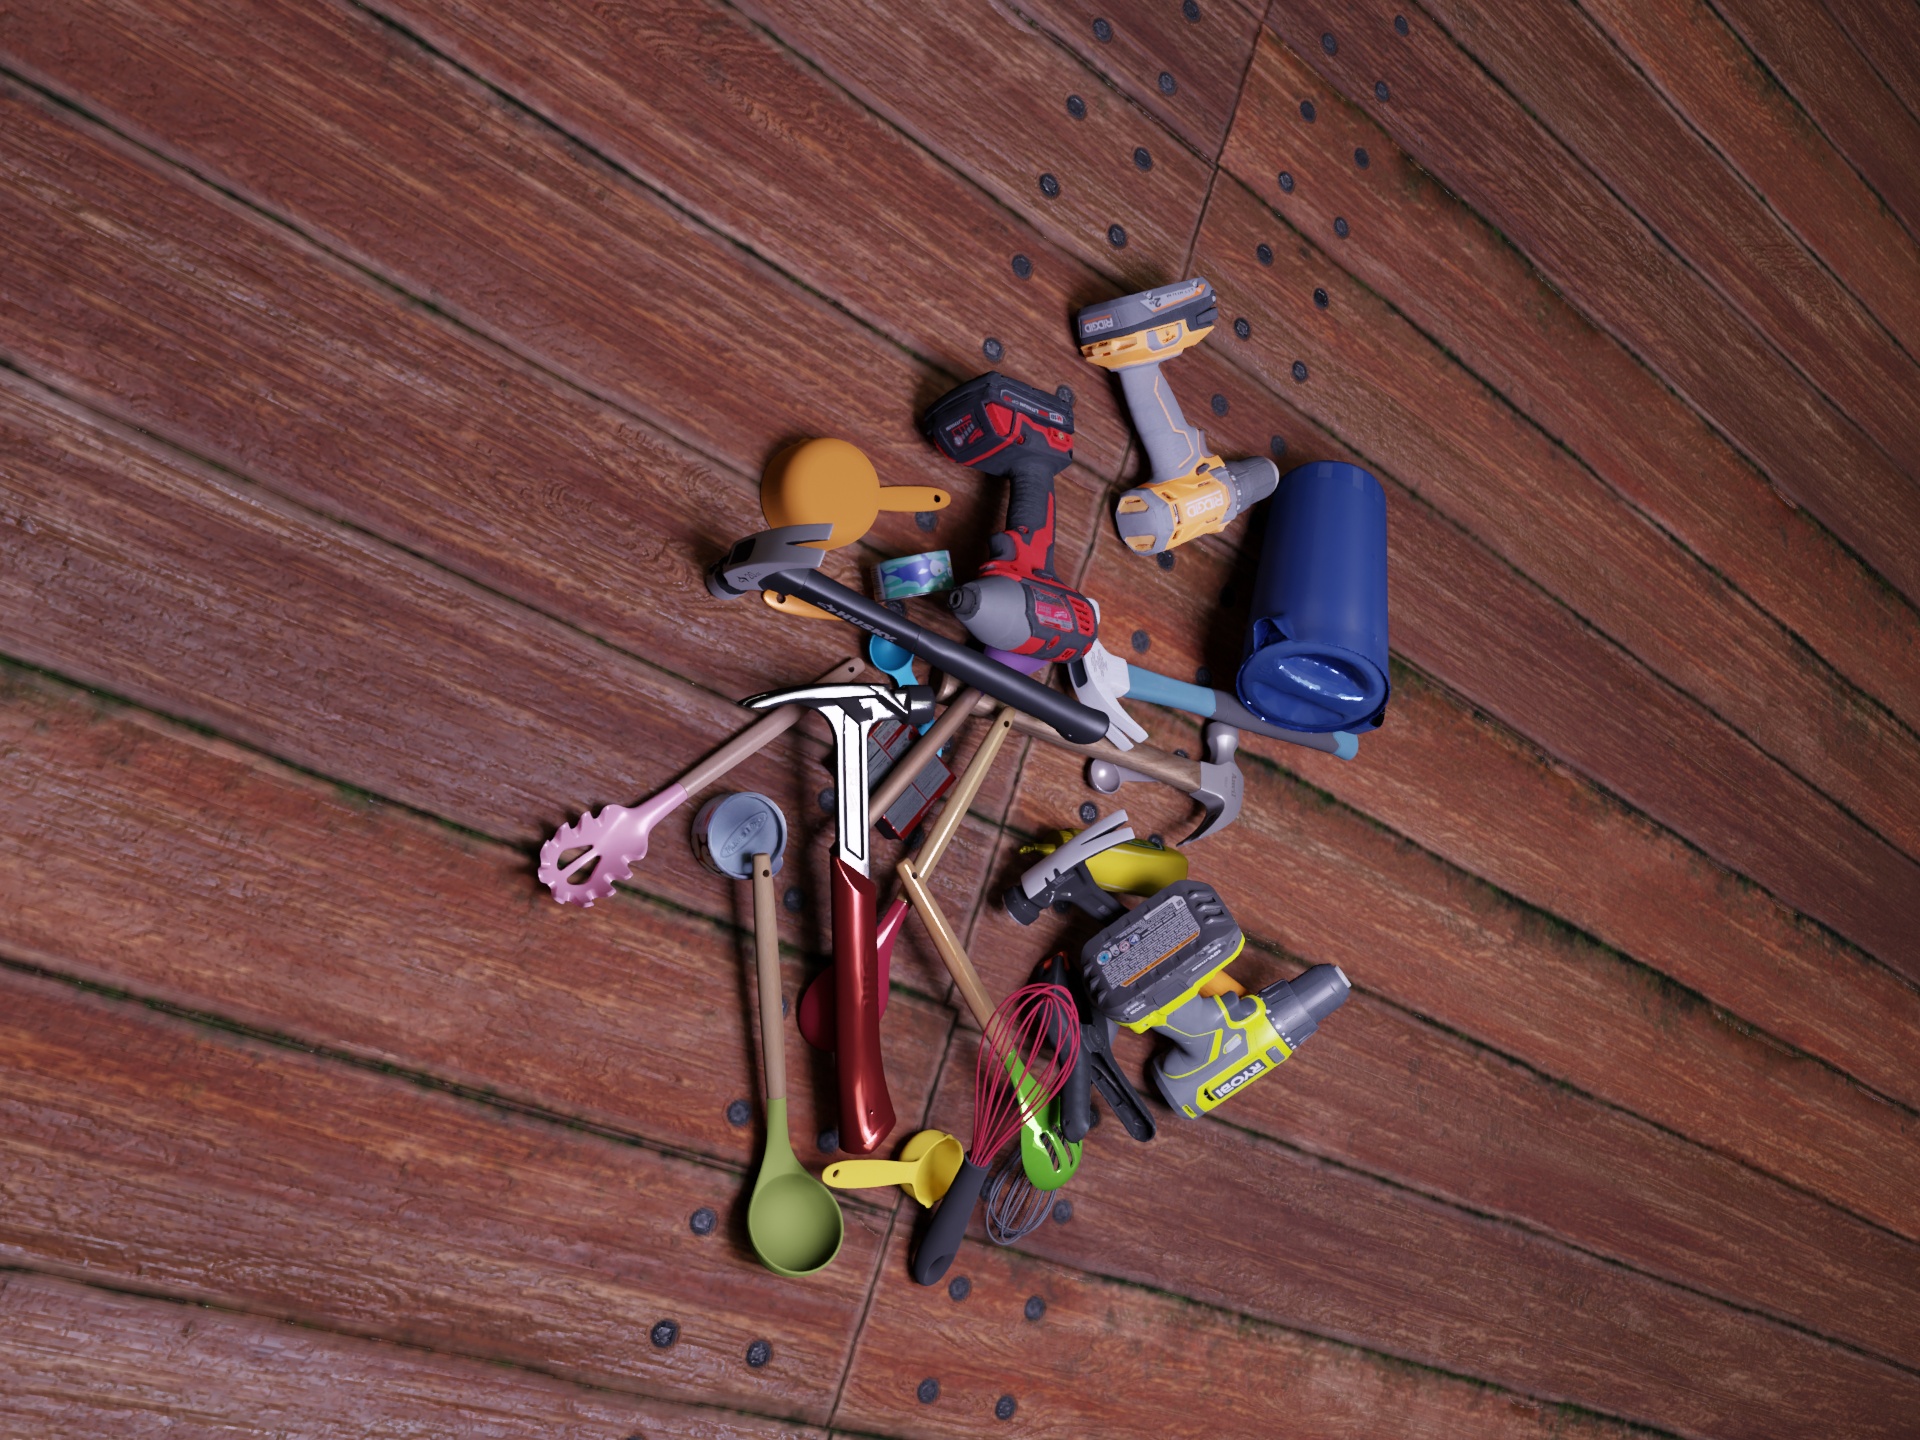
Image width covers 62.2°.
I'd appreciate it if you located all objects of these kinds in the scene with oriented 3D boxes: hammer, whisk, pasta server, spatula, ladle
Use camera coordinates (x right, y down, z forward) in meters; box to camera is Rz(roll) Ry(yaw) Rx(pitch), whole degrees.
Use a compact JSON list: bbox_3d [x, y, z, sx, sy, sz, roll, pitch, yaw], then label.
[{"bbox_3d":[0.236,-0.015,1.446,0.330,0.033,0.128,14,59,-31],"label":"hammer"},{"bbox_3d":[-0.089,0.151,1.203,0.149,0.037,0.359,-3,96,-25],"label":"hammer"},{"bbox_3d":[0.185,0.198,1.395,0.127,0.034,0.336,-38,128,17],"label":"hammer"},{"bbox_3d":[0.085,0.337,1.362,0.055,0.055,0.239,42,63,-26],"label":"whisk"},{"bbox_3d":[-0.186,0.036,1.192,0.316,0.040,0.060,-38,98,-30],"label":"pasta server"},{"bbox_3d":[-0.002,-0.004,1.287,0.059,0.018,0.316,46,65,-10],"label":"spatula"},{"bbox_3d":[0.117,0.020,1.385,0.331,0.031,0.130,20,58,-28],"label":"hammer"},{"bbox_3d":[-0.022,-0.058,1.221,0.334,0.146,0.035,26,69,-25],"label":"hammer"},{"bbox_3d":[-0.033,0.124,1.276,0.069,0.031,0.315,36,75,-26],"label":"ladle"},{"bbox_3d":[-0.133,0.259,1.192,0.078,0.062,0.320,-7,98,-37],"label":"ladle"},{"bbox_3d":[0.021,0.330,1.247,0.073,0.073,0.295,8,114,-33],"label":"whisk"}]

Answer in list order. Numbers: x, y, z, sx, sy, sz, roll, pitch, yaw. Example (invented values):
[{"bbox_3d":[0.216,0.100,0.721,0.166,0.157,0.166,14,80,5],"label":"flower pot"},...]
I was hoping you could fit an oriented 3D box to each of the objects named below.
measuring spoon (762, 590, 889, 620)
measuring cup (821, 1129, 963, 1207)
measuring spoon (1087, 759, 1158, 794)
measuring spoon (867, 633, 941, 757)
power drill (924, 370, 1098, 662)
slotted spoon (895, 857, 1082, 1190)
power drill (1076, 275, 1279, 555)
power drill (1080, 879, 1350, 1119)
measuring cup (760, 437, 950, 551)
[{"bbox_3d":[-0.104,-0.090,1.265,0.116,0.011,0.021,8,84,-33],"label":"measuring spoon"},{"bbox_3d":[-0.059,0.350,1.250,0.156,0.029,0.062,16,91,-47],"label":"measuring cup"},{"bbox_3d":[0.159,0.049,1.438,0.124,0.018,0.034,-3,72,-40],"label":"measuring spoon"},{"bbox_3d":[-0.045,-0.023,1.304,0.042,0.021,0.128,-31,115,-23],"label":"measuring spoon"},{"bbox_3d":[0.038,-0.159,1.282,0.143,0.078,0.220,10,67,-43],"label":"power drill"},{"bbox_3d":[0.024,0.246,1.277,0.070,0.031,0.313,-38,106,-38],"label":"slotted spoon"},{"bbox_3d":[0.204,-0.279,1.440,0.185,0.084,0.226,-23,105,-34],"label":"power drill"},{"bbox_3d":[0.221,0.235,1.362,0.190,0.080,0.228,-36,131,7],"label":"power drill"},{"bbox_3d":[-0.070,-0.180,1.265,0.173,0.052,0.095,-4,91,-32],"label":"measuring cup"}]
